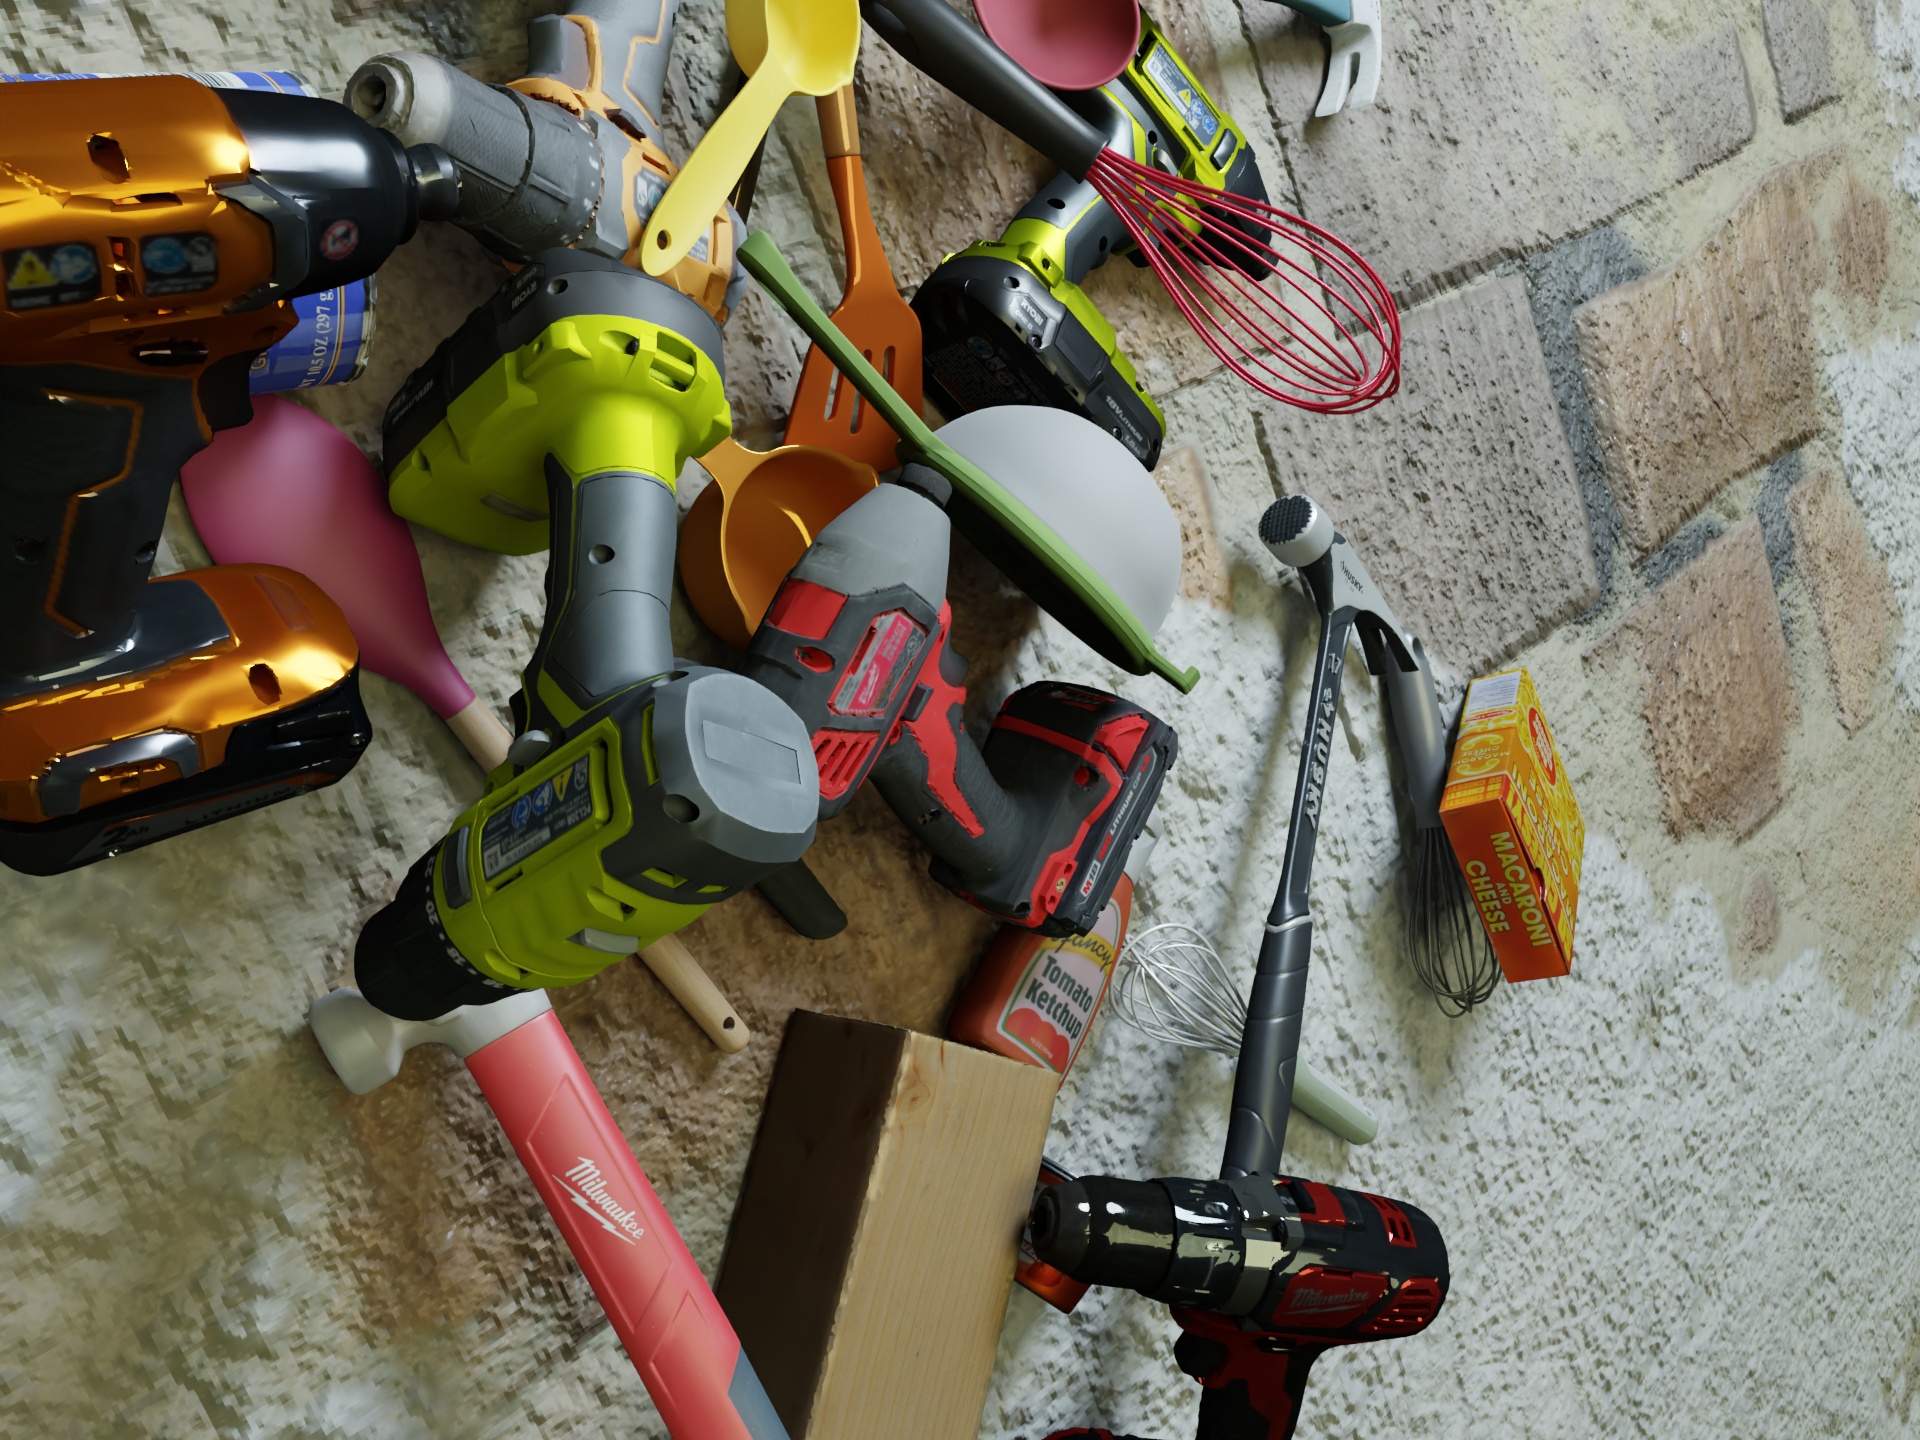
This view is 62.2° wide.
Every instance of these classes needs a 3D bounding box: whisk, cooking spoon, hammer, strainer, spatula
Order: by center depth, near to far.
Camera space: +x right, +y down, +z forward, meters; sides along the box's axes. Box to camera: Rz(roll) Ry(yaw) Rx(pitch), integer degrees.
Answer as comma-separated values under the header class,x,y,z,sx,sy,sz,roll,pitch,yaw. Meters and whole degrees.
class,x,y,z,sx,sy,sz,roll,pitch,yaw
hammer,-0.077,0.236,0.575,0.143,0.038,0.386,-29,87,-18
cooking spoon,-0.176,0.014,0.612,0.069,0.017,0.318,-48,116,-31
spatula,-0.058,-0.260,0.666,0.081,0.041,0.322,-19,109,-34
strainer,0.014,-0.124,0.675,0.069,0.152,0.256,-47,119,-1
whisk,0.075,-0.233,0.695,0.296,0.073,0.073,36,65,-5
hammer,0.156,-0.388,0.819,0.331,0.033,0.128,-25,109,-56
hammer,0.176,0.090,0.833,0.149,0.036,0.409,37,58,-41
whisk,0.159,0.176,0.854,0.246,0.058,0.059,39,91,-36
whisk,0.285,0.062,0.960,0.055,0.055,0.239,-11,90,-38

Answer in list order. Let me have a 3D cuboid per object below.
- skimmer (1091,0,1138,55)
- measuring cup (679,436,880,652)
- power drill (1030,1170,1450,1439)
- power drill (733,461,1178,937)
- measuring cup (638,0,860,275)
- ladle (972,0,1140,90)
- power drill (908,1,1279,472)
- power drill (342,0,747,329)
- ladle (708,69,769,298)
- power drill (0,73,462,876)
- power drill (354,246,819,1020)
class,x,y,z,sx,sy,sz,roll,pitch,yaw
skimmer,0.050,-0.489,0.764,0.127,0.090,0.363,-2,90,-32
measuring cup,-0.102,-0.096,0.656,0.173,0.052,0.095,44,63,-25
power drill,0.092,0.294,0.705,0.187,0.080,0.226,13,112,-19
power drill,-0.001,-0.002,0.669,0.219,0.079,0.143,37,76,-48
measuring cup,-0.088,-0.229,0.598,0.156,0.029,0.062,-63,144,-18
ladle,-0.044,-0.381,0.656,0.315,0.031,0.069,36,86,-26
power drill,0.076,-0.227,0.786,0.171,0.080,0.223,42,61,-28
power drill,-0.145,-0.268,0.575,0.185,0.084,0.226,4,87,-66
ladle,-0.076,-0.292,0.681,0.078,0.062,0.320,18,80,-39
power drill,-0.225,-0.072,0.458,0.164,0.084,0.226,-22,145,-37
power drill,-0.140,-0.022,0.531,0.080,0.190,0.229,20,50,-45
